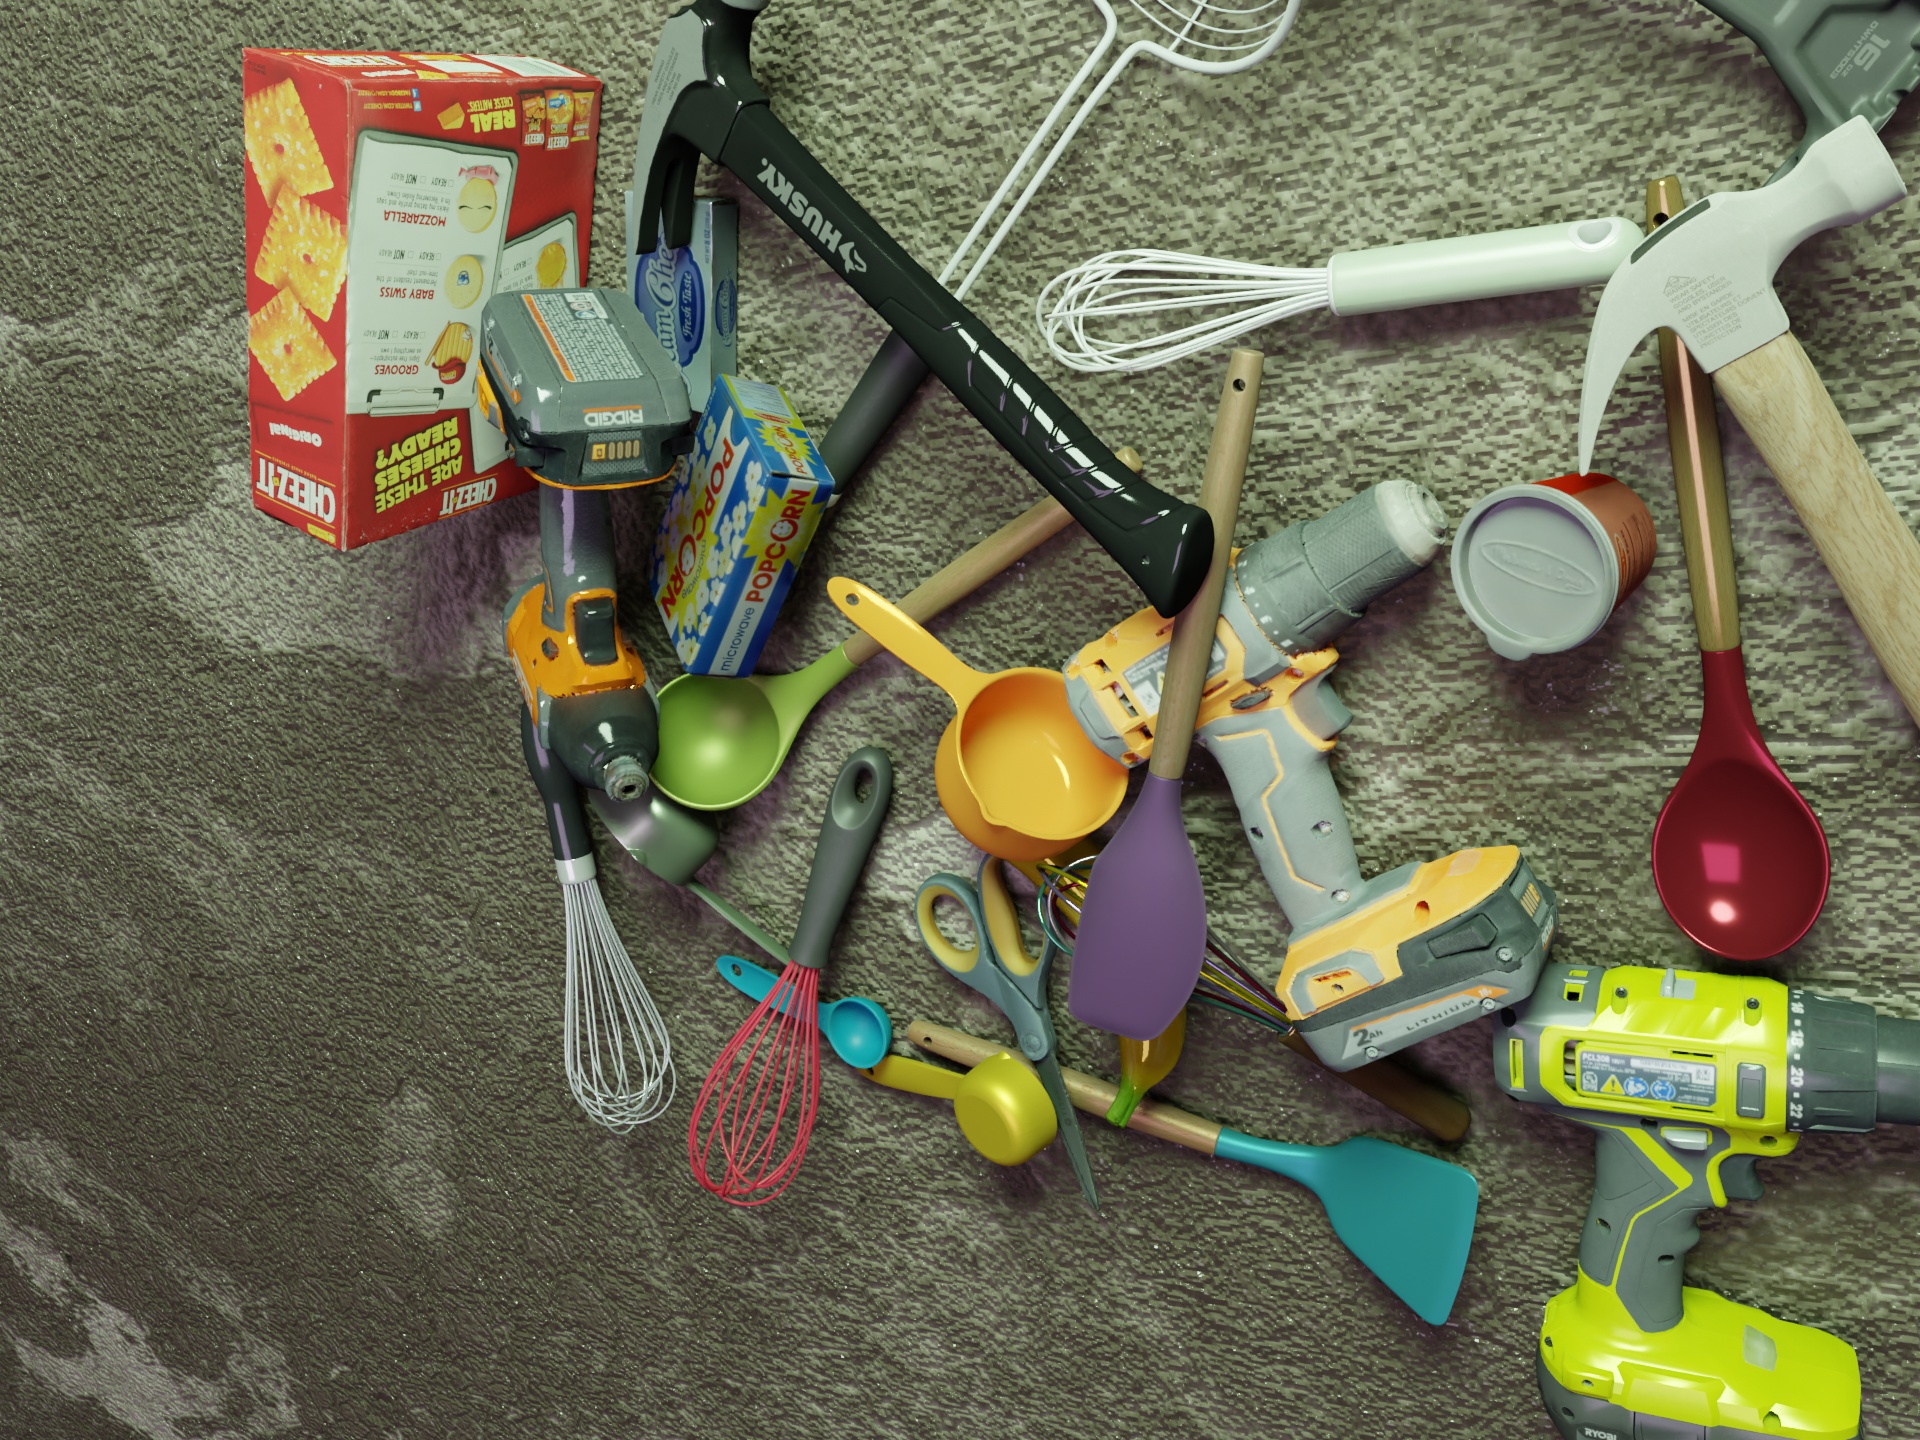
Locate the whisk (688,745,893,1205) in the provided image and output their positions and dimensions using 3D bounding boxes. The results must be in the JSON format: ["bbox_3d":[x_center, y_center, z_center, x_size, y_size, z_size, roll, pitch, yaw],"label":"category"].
[{"bbox_3d":[-0.092,0.149,0.888,0.073,0.073,0.295,24,108,16],"label":"whisk"}]

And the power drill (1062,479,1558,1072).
[{"bbox_3d":[0.173,0.021,0.699,0.185,0.084,0.226,-34,88,34],"label":"power drill"}]

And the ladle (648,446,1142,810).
[{"bbox_3d":[-0.043,-0.046,0.796,0.320,0.062,0.078,-32,78,31],"label":"ladle"}]

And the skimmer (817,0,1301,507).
[{"bbox_3d":[0.010,-0.219,0.671,0.127,0.090,0.363,43,124,5],"label":"skimmer"}]

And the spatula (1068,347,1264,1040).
[{"bbox_3d":[0.095,0.000,0.686,0.060,0.018,0.315,14,111,17],"label":"spatula"}]

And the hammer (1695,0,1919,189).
[{"bbox_3d":[0.173,-0.293,0.530,0.337,0.034,0.127,31,117,-6],"label":"hammer"}]

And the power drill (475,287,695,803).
[{"bbox_3d":[-0.182,-0.077,0.783,0.164,0.084,0.226,-125,34,-44],"label":"power drill"}]

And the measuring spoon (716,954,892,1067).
[{"bbox_3d":[-0.090,0.164,0.937,0.129,0.021,0.042,21,112,29],"label":"measuring spoon"}]

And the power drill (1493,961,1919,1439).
[{"bbox_3d":[0.339,0.217,0.698,0.190,0.080,0.228,2,109,27],"label":"power drill"}]

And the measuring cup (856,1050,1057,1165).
[{"bbox_3d":[-0.014,0.209,0.882,0.156,0.029,0.062,1,112,44],"label":"measuring cup"}]

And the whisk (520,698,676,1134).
[{"bbox_3d":[-0.227,0.118,0.966,0.070,0.070,0.284,-2,105,28],"label":"whisk"}]

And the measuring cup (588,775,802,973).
[{"bbox_3d":[-0.138,0.083,0.906,0.038,0.083,0.167,-46,107,3],"label":"measuring cup"}]

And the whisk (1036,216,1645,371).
[{"bbox_3d":[0.146,-0.175,0.649,0.246,0.058,0.059,-1,145,26],"label":"whisk"}]

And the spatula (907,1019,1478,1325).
[{"bbox_3d":[0.108,0.215,0.835,0.318,0.044,0.082,15,105,23],"label":"spatula"}]

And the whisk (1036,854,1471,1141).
[{"bbox_3d":[0.139,0.134,0.760,0.245,0.051,0.047,32,140,-4],"label":"whisk"}]

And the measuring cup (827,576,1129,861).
[{"bbox_3d":[-0.001,-0.002,0.768,0.173,0.095,0.052,39,150,2],"label":"measuring cup"}]

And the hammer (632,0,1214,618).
[{"bbox_3d":[-0.019,-0.169,0.676,0.335,0.035,0.146,47,133,11],"label":"hammer"}]

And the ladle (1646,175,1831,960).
[{"bbox_3d":[0.297,-0.054,0.631,0.069,0.031,0.315,-1,109,40],"label":"ladle"}]

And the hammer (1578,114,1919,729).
[{"bbox_3d":[0.341,-0.042,0.581,0.130,0.031,0.331,-29,105,33],"label":"hammer"}]
